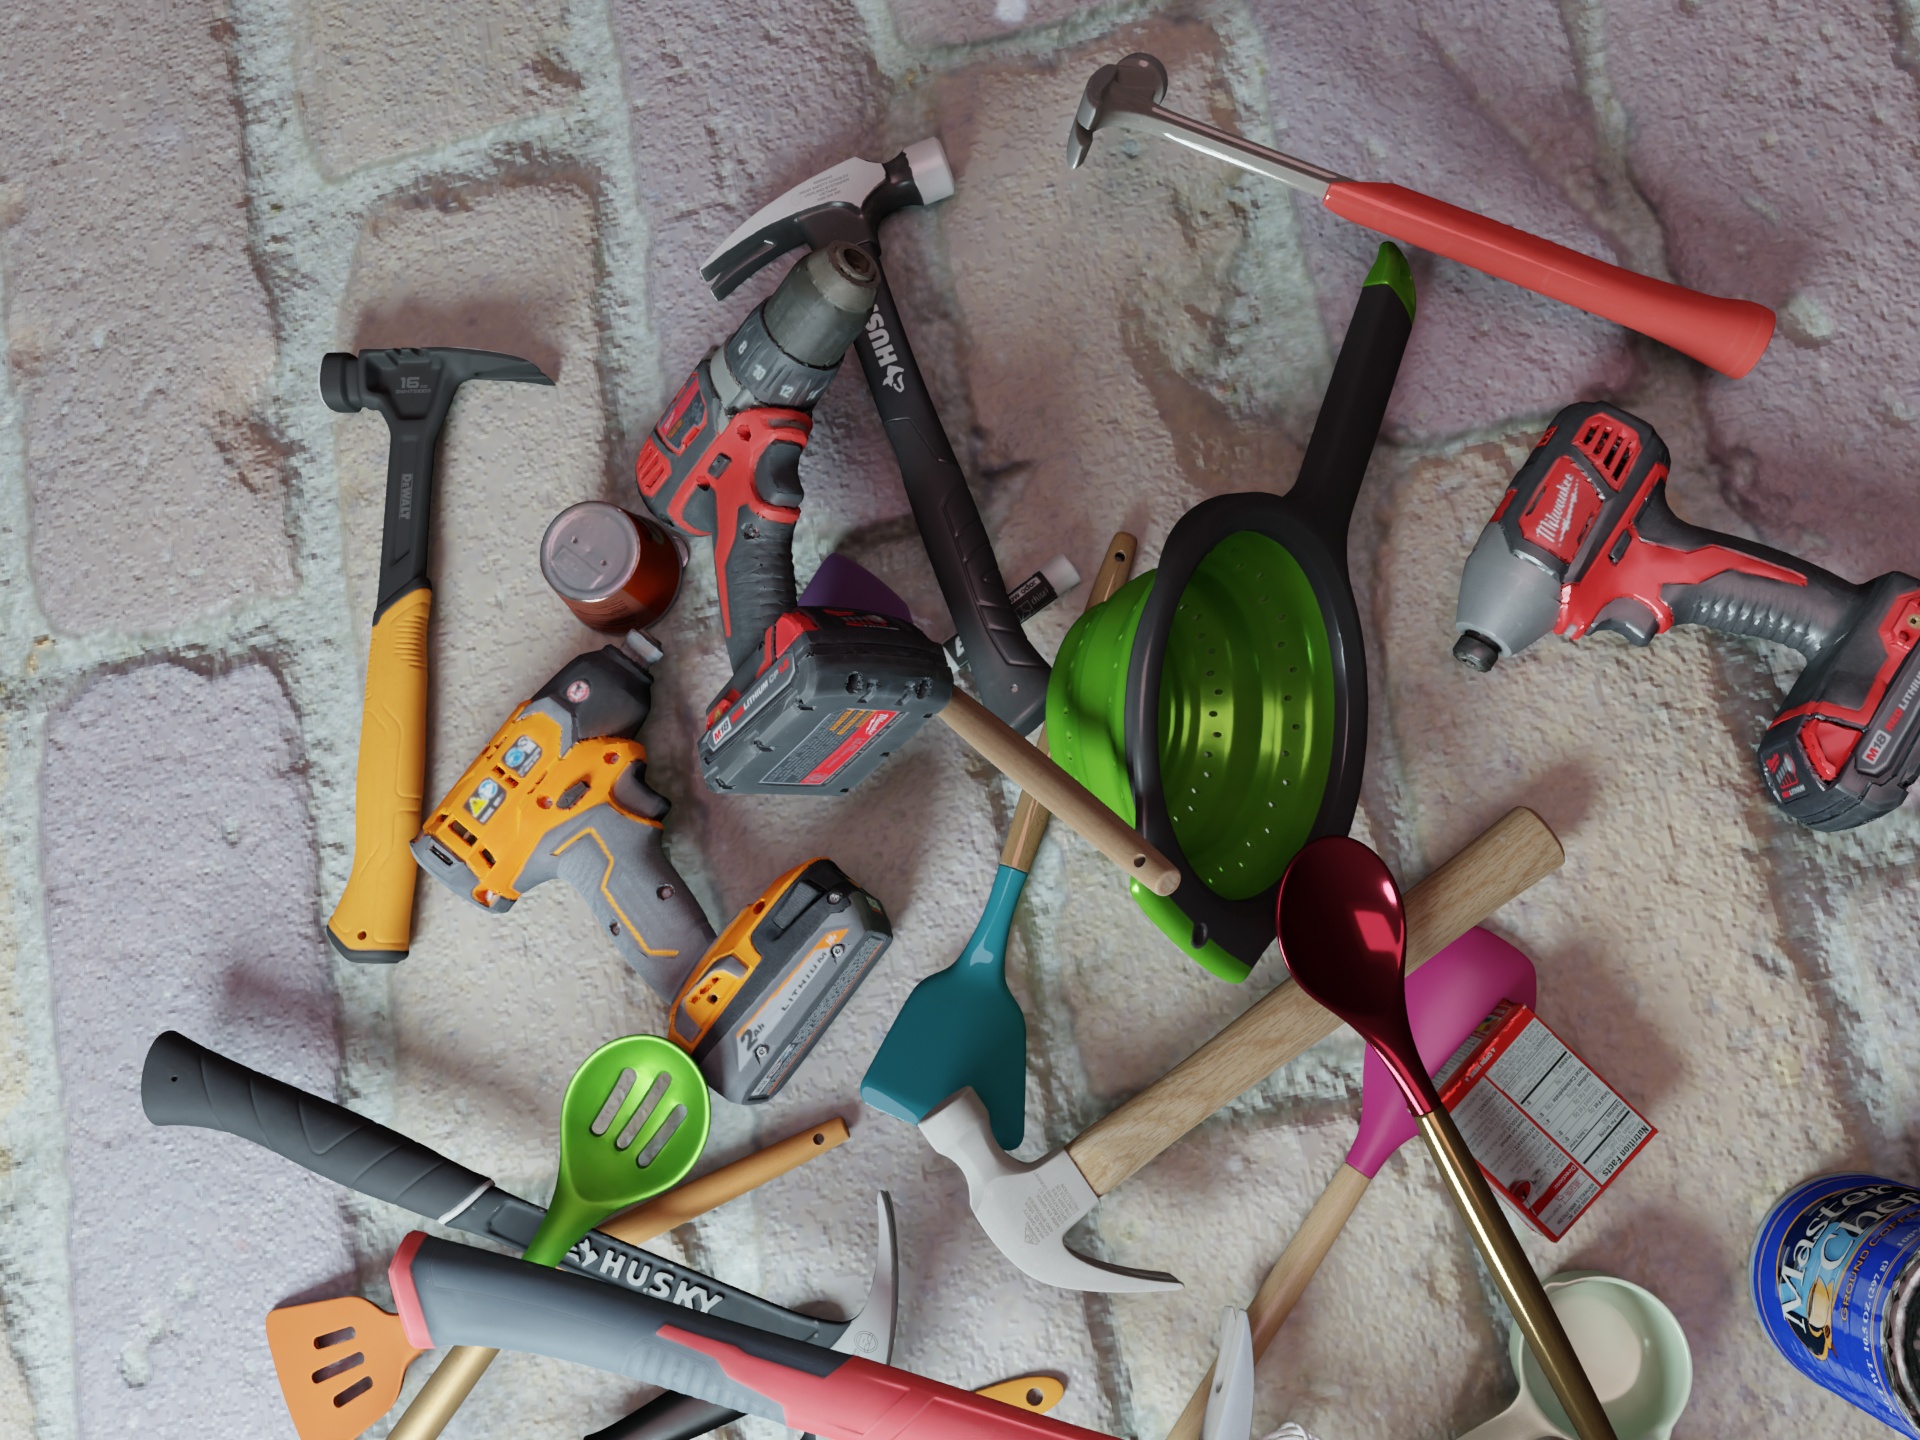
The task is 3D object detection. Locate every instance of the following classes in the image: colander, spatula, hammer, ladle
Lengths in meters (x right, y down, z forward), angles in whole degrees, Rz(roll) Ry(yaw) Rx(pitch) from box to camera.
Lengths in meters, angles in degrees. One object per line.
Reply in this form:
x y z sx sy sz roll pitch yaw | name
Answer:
0.135 -0.073 0.784 0.094 0.204 0.397 2 61 41 | colander
-0.203 0.274 0.804 0.322 0.041 0.081 -25 78 -2 | spatula
-0.026 -0.142 0.830 0.146 0.035 0.335 -21 74 3 | hammer
-0.222 0.238 0.777 0.409 0.036 0.149 19 75 10 | hammer
0.151 0.149 0.755 0.331 0.031 0.130 -34 85 -7 | hammer
-0.295 -0.039 0.858 0.127 0.034 0.337 0 81 8 | hammer
-0.059 0.283 0.711 0.386 0.038 0.143 18 71 -3 | hammer
0.038 0.050 0.801 0.082 0.044 0.317 19 82 0 | spatula
-0.001 -0.002 0.737 0.060 0.018 0.316 -57 42 5 | spatula
0.229 -0.247 0.793 0.359 0.149 0.036 22 125 2 | hammer
0.225 0.199 0.718 0.069 0.031 0.315 -24 84 -19 | ladle

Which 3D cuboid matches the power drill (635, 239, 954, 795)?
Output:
-0.078 -0.096 0.760 0.188 0.080 0.227 -41 57 41 | power drill

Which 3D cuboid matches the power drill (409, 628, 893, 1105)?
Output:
-0.147 0.066 0.802 0.226 0.084 0.164 36 86 14 | power drill

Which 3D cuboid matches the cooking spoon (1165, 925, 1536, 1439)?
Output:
0.178 0.239 0.767 0.069 0.017 0.319 33 85 10 | cooking spoon

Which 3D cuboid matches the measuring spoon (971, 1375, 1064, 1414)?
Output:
-0.005 0.343 0.774 0.117 0.011 0.021 -19 79 3 | measuring spoon

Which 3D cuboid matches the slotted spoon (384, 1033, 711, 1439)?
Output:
-0.217 0.278 0.732 0.070 0.031 0.314 35 87 5 | slotted spoon

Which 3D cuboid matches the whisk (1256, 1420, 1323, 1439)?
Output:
0.126 0.444 0.728 0.057 0.059 0.246 16 88 -8 | whisk

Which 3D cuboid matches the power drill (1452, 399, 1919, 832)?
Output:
0.354 -0.045 0.767 0.220 0.078 0.143 33 86 13 | power drill

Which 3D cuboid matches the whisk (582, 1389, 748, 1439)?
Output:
-0.195 0.369 0.772 0.296 0.073 0.073 -26 79 -5 | whisk

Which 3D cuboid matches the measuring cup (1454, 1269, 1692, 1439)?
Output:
0.257 0.320 0.737 0.167 0.038 0.083 -36 79 2 | measuring cup
